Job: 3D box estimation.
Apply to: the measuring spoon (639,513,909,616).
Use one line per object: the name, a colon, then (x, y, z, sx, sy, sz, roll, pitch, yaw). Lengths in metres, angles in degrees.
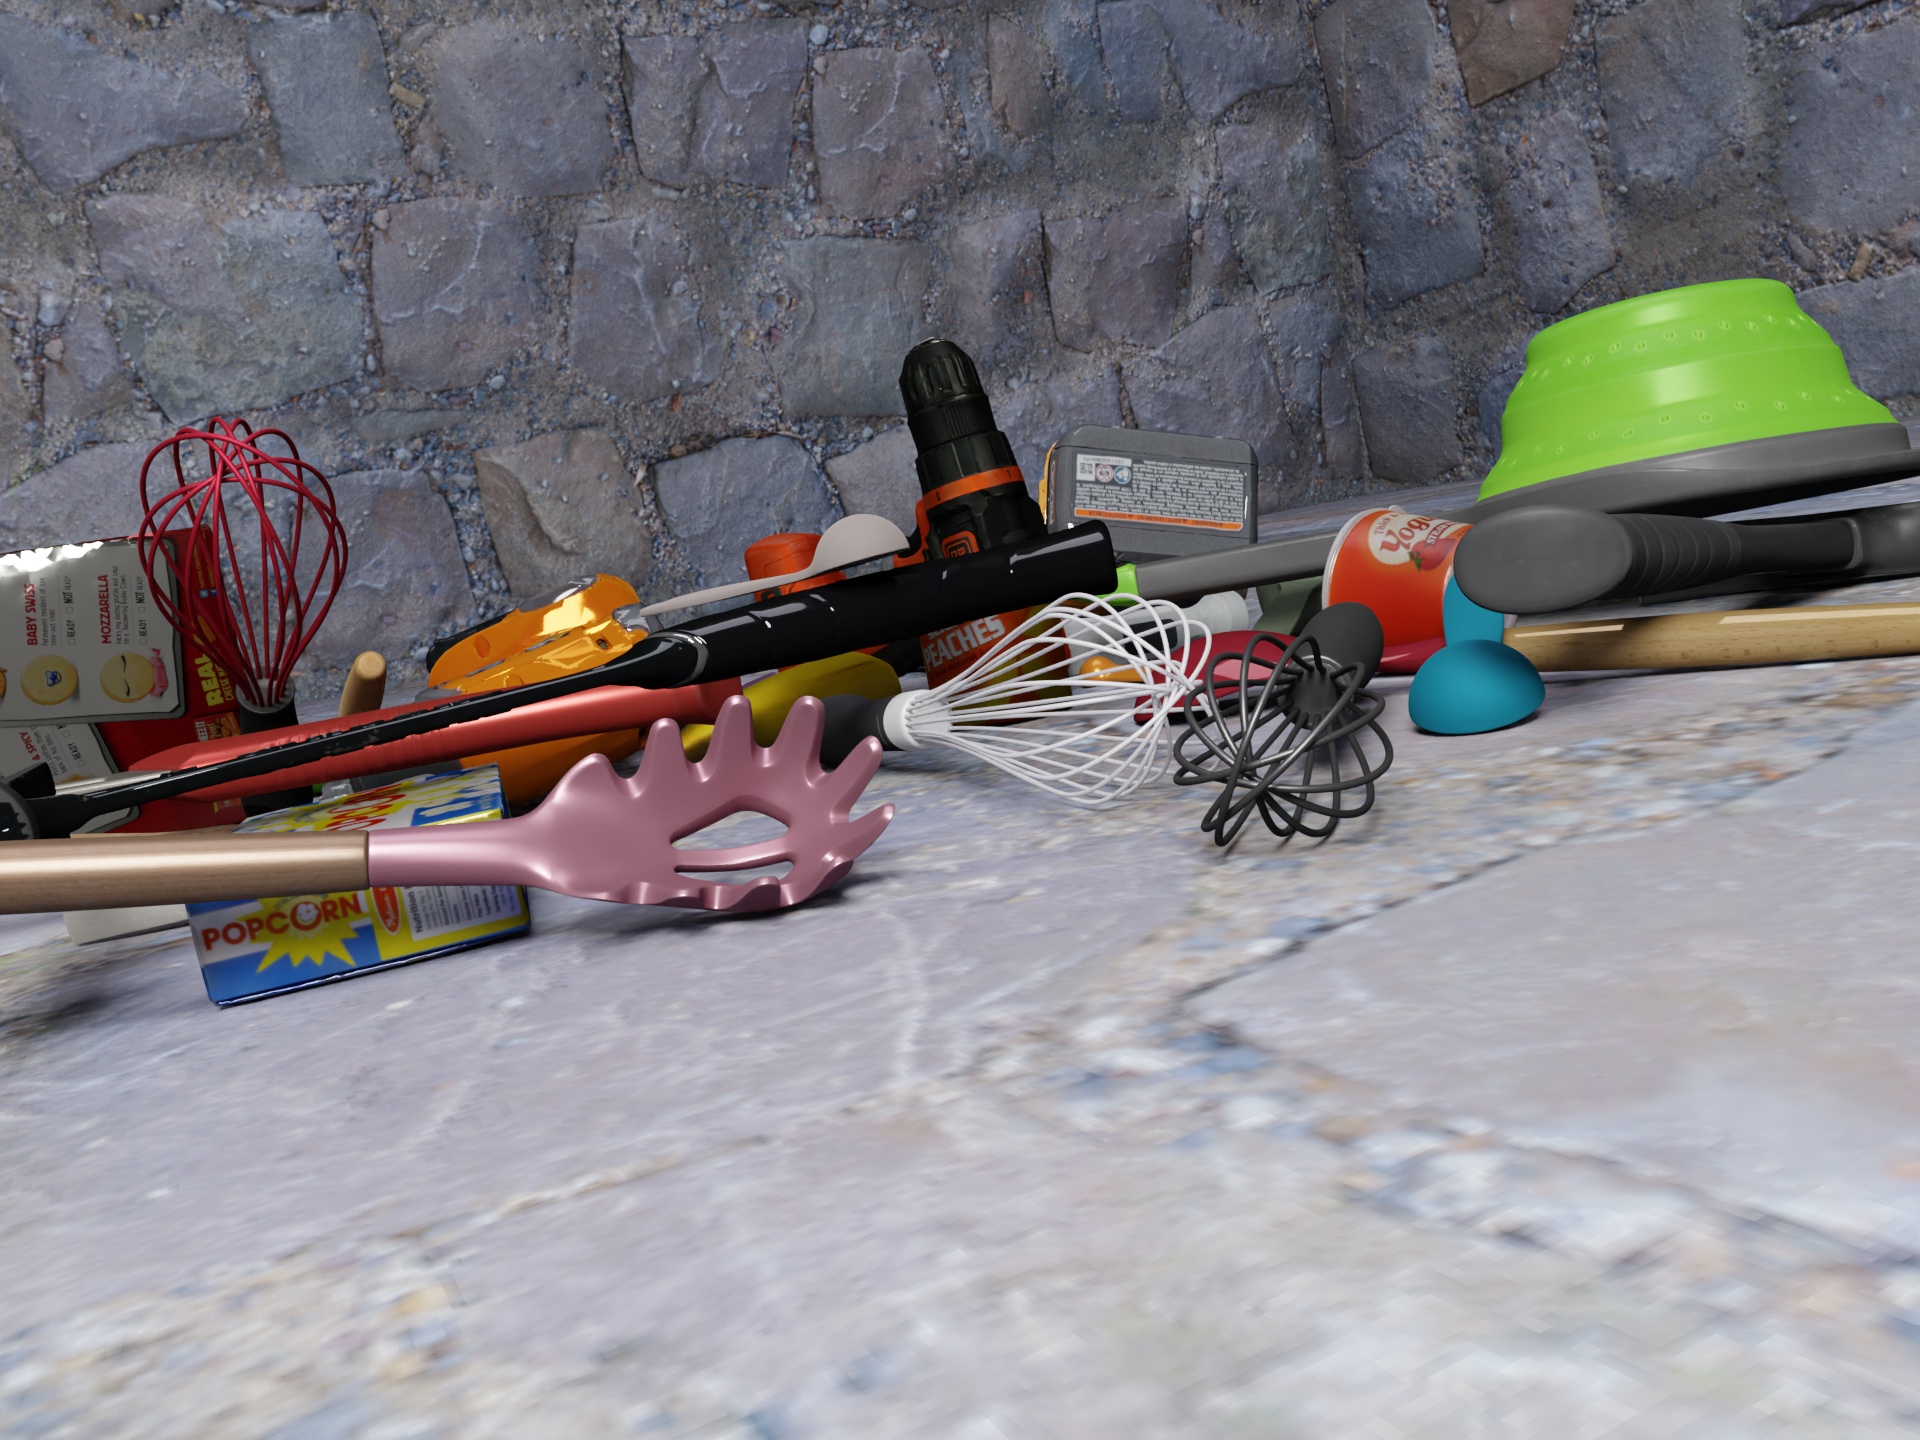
measuring spoon: (-0.073, -0.056, 0.583, 0.124, 0.018, 0.034, -11, 6, 33)

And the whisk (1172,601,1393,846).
whisk: (0.104, -0.012, 0.466, 0.055, 0.055, 0.239, -8, 9, 20)

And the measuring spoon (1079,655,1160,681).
measuring spoon: (0.102, -0.029, 0.762, 0.117, 0.011, 0.021, -4, 31, 45)

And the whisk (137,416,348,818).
whisk: (-0.288, -0.023, 0.656, 0.073, 0.073, 0.295, -14, -25, -26)

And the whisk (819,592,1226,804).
whisk: (-0.002, -0.003, 0.566, 0.070, 0.070, 0.285, -14, 3, -27)

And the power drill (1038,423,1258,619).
power drill: (0.112, -0.105, 0.968, 0.185, 0.084, 0.226, 4, -9, -10)

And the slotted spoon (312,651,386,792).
slotted spoon: (-0.324, 0.002, 0.848, 0.070, 0.031, 0.314, -43, 8, -24)

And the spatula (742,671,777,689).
spatula: (-0.144, -0.007, 0.910, 0.060, 0.018, 0.316, -46, 12, -9)

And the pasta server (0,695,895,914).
pasta server: (-0.174, 0.031, 0.389, 0.316, 0.060, 0.040, -2, -38, -16)

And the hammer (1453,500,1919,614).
hammer: (0.267, -0.060, 0.575, 0.146, 0.035, 0.334, -4, 3, 44)

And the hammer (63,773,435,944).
hammer: (-0.369, 0.061, 0.673, 0.331, 0.031, 0.130, -6, 8, 34)

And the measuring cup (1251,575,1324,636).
measuring cup: (0.175, -0.050, 0.806, 0.083, 0.038, 0.168, -3, 27, 31)

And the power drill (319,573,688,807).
power drill: (-0.216, -0.007, 0.772, 0.164, 0.084, 0.226, -24, 13, -8)

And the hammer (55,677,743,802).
hammer: (-0.262, 0.015, 0.602, 0.359, 0.036, 0.149, -11, 8, -12)

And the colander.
colander: (0.237, -0.126, 0.726, 0.397, 0.094, 0.204, -9, 1, 11)

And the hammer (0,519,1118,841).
hammer: (-0.118, -0.014, 0.536, 0.409, 0.036, 0.149, -16, 7, -26)

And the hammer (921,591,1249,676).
hammer: (0.021, -0.047, 0.973, 0.128, 0.033, 0.331, -13, 7, -29)

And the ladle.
ladle: (0.199, -0.024, 0.559, 0.315, 0.031, 0.069, -3, 16, 37)

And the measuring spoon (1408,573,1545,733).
measuring spoon: (0.173, -0.034, 0.539, 0.042, 0.021, 0.129, -9, 25, 21)
